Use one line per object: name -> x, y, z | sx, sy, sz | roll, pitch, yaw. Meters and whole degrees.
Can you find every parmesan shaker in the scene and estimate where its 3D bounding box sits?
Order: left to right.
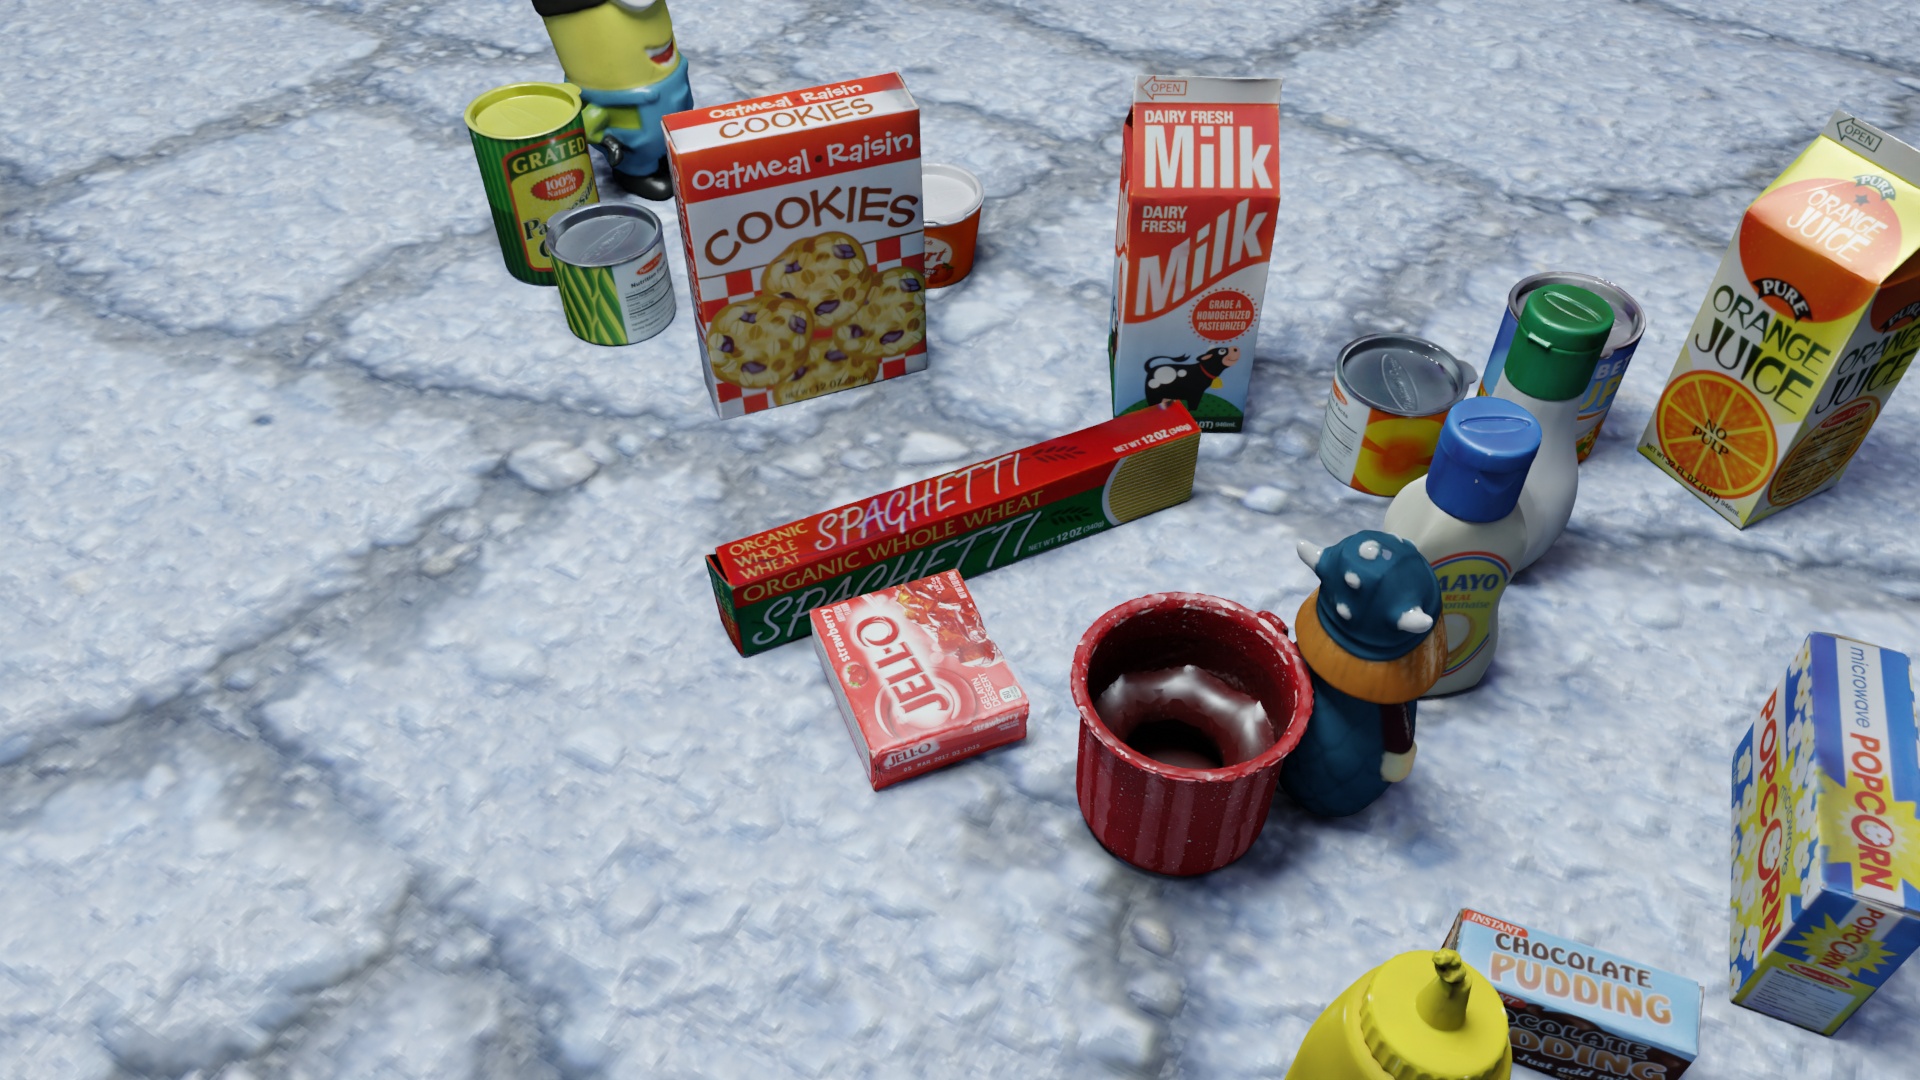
parmesan shaker -> -0.251, -0.216, 0.841 | 0.071, 0.102, 0.072 | 0, 45, 0

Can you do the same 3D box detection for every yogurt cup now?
yogurt cup -> -0.020, -0.192, 0.851 | 0.072, 0.053, 0.073 | 0, 45, 0

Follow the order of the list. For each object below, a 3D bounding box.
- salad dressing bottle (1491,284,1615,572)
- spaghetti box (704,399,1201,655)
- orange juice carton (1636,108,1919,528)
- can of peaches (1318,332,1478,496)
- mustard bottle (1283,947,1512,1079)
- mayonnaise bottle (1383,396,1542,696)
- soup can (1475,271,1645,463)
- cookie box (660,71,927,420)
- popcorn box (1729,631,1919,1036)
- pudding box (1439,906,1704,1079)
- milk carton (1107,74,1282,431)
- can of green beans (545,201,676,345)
salad dressing bottle -> 0.261, -0.048, 0.643 | 0.044, 0.146, 0.064 | -29, 52, -25
spaghetti box -> 0.002, -0.008, 0.673 | 0.251, 0.049, 0.029 | -19, 48, -18
orange juice carton -> 0.409, -0.105, 0.667 | 0.073, 0.191, 0.072 | -21, 49, -19
can of peaches -> 0.226, -0.065, 0.723 | 0.071, 0.057, 0.071 | 0, 45, 0
mustard bottle -> 0.135, 0.167, 0.423 | 0.049, 0.159, 0.065 | -13, 47, -12
mayonnaise bottle -> 0.207, 0.007, 0.589 | 0.065, 0.147, 0.041 | -2, 46, -2
soup can -> 0.309, -0.085, 0.724 | 0.071, 0.083, 0.072 | 0, 45, 0
cookie box -> -0.083, -0.153, 0.733 | 0.123, 0.166, 0.040 | -16, 47, -15
popcorn box -> 0.330, 0.109, 0.532 | 0.038, 0.084, 0.127 | 16, 48, 15
pudding box -> 0.215, 0.167, 0.499 | 0.084, 0.049, 0.030 | 16, 48, 16
milk carton -> 0.117, -0.150, 0.714 | 0.072, 0.189, 0.074 | 1, 45, 1
can of green beans -> -0.204, -0.156, 0.814 | 0.071, 0.057, 0.071 | 0, 45, 0
